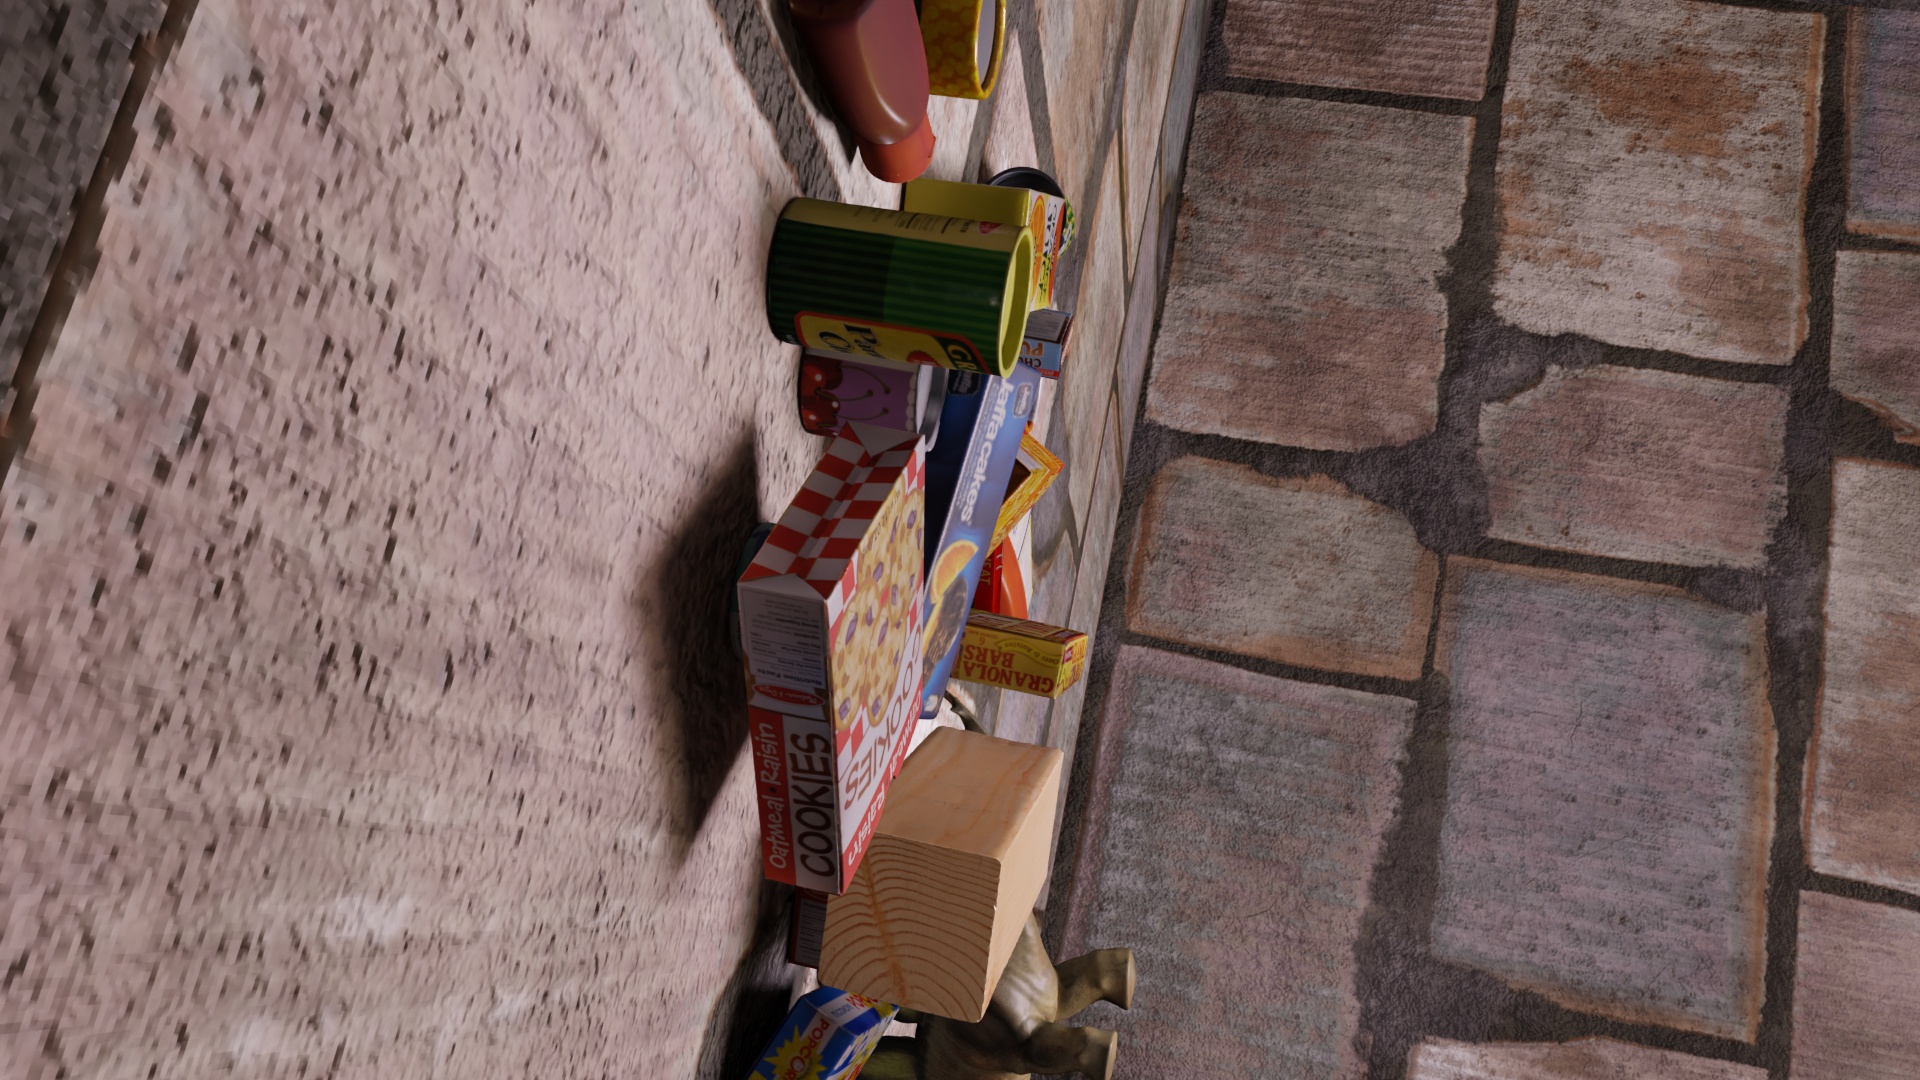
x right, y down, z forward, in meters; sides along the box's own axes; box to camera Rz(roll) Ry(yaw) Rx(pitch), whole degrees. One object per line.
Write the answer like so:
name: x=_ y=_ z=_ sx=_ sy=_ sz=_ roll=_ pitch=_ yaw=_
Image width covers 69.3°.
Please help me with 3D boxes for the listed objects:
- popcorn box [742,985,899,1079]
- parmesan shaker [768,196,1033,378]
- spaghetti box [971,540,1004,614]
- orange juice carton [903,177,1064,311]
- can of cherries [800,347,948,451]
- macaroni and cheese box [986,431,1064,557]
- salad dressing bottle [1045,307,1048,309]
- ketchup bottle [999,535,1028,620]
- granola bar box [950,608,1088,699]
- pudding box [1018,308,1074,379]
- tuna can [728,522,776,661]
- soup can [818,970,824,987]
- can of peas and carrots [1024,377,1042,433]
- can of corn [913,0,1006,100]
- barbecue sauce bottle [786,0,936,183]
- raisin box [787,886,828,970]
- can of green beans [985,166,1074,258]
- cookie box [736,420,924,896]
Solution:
popcorn box: x=-0.082 y=0.290 z=0.767 sx=0.085 sy=0.038 sz=0.126 roll=-57 pitch=167 yaw=-6
parmesan shaker: x=-0.024 y=-0.111 z=0.611 sx=0.071 sy=0.103 sz=0.071 roll=8 pitch=92 yaw=-79
spaghetti box: x=0.006 y=-0.006 z=1.029 sx=0.029 sy=0.050 sz=0.248 roll=-68 pitch=164 yaw=-55
orange juice carton: x=0.019 y=-0.184 z=0.871 sx=0.193 sy=0.073 sz=0.071 roll=-45 pitch=143 yaw=-74
can of cherries: x=-0.041 y=-0.077 z=0.679 sx=0.071 sy=0.058 sz=0.071 roll=6 pitch=92 yaw=-81
macaroni and cheese box: x=0.003 y=-0.011 z=0.872 sx=0.123 sy=0.040 sz=0.167 roll=-48 pitch=175 yaw=11
salad dressing bottle: x=0.047 y=-0.185 z=1.111 sx=0.147 sy=0.044 sz=0.064 roll=72 pitch=31 yaw=-66
ketchup bottle: x=0.018 y=0.021 z=1.093 sx=0.044 sy=0.065 sz=0.148 roll=-46 pitch=138 yaw=-49
granola bar box: x=0.018 y=0.072 z=0.952 sx=0.165 sy=0.124 sz=0.039 roll=9 pitch=92 yaw=-80
pudding box: x=0.033 y=-0.141 z=0.957 sx=0.050 sy=0.084 sz=0.030 roll=-68 pitch=167 yaw=-51
tuna can: x=-0.078 y=0.024 z=0.635 sx=0.071 sy=0.033 sz=0.071 roll=7 pitch=92 yaw=-80
soup can: x=-0.043 y=0.268 z=0.913 sx=0.071 sy=0.084 sz=0.071 roll=7 pitch=92 yaw=-80
can of peas and carrots: x=0.026 y=-0.114 z=1.014 sx=0.071 sy=0.059 sz=0.071 roll=7 pitch=92 yaw=-80
can of corn: x=-0.013 y=-0.248 z=0.676 sx=0.071 sy=0.058 sz=0.071 roll=7 pitch=92 yaw=-80
barbecue sauce bottle: x=-0.039 y=-0.210 z=0.613 sx=0.148 sy=0.044 sz=0.065 roll=66 pitch=35 yaw=-73
raisin box: x=-0.066 y=0.182 z=0.830 sx=0.086 sy=0.040 sz=0.123 roll=-35 pitch=133 yaw=-75
can of green beans: x=0.047 y=-0.231 z=1.001 sx=0.058 sy=0.071 sz=0.071 roll=-23 pitch=121 yaw=-79
cookie box: x=-0.050 y=0.052 z=0.604 sx=0.123 sy=0.040 sz=0.166 roll=-65 pitch=161 yaw=-52
